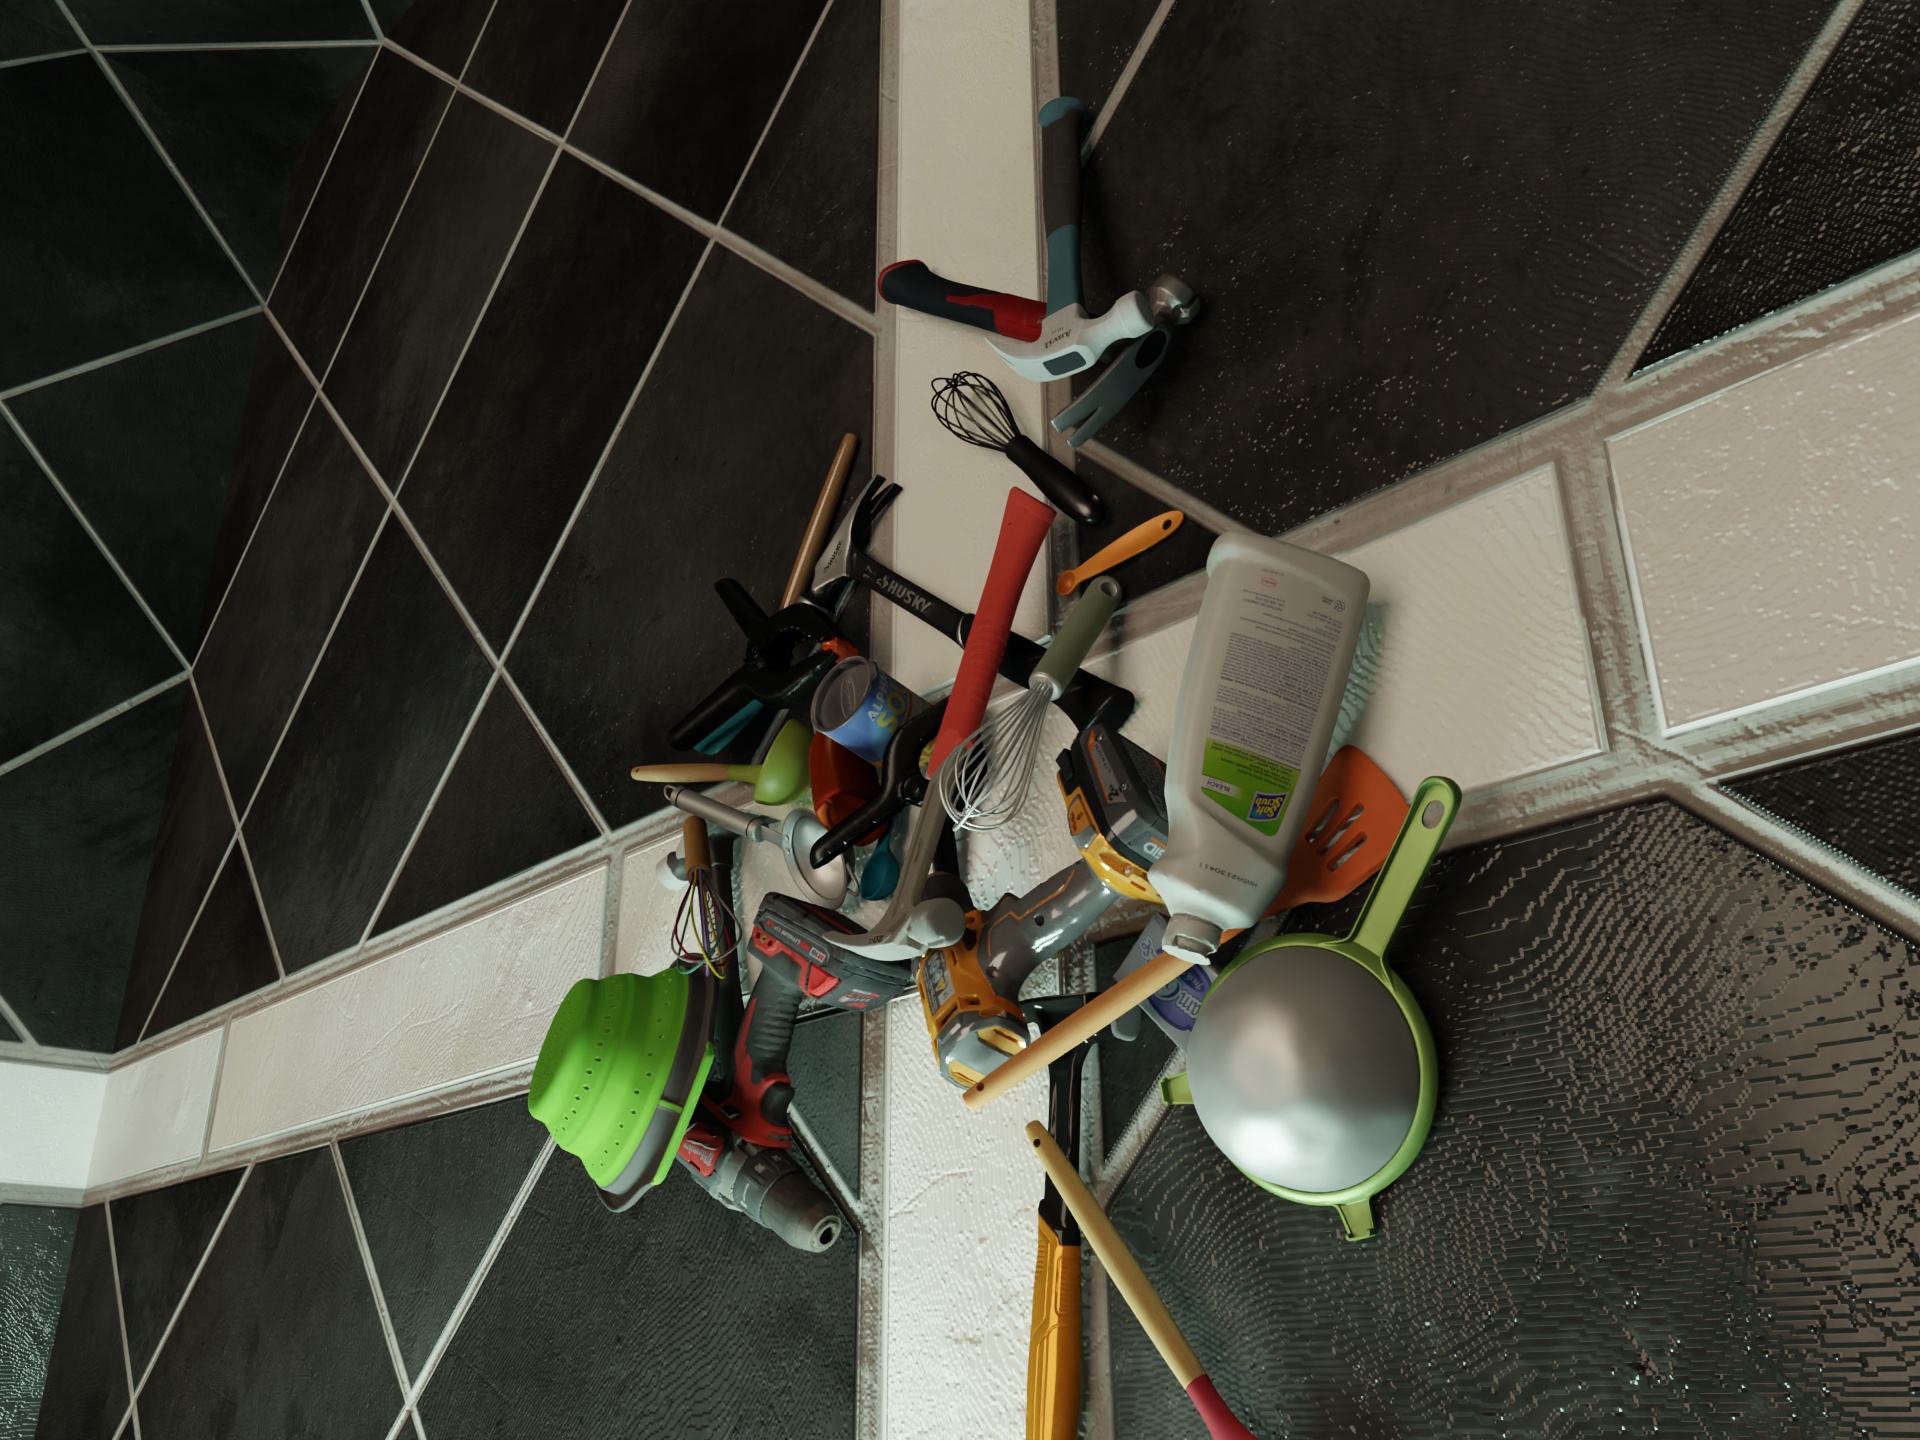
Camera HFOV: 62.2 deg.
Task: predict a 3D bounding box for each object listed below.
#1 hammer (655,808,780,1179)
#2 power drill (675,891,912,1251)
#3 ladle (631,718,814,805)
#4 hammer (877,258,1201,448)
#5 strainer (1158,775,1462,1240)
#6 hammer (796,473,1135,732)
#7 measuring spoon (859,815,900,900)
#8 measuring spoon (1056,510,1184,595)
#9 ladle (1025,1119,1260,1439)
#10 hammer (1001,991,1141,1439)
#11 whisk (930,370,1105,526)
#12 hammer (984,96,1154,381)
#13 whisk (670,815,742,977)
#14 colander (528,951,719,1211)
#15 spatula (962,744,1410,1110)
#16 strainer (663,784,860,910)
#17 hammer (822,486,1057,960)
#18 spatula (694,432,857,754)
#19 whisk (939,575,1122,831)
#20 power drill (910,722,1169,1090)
[{"bbox_3d":[-0.192,0.229,1.333,0.146,0.035,0.335,-38,49,34],"label":"hammer"},{"bbox_3d":[-0.123,0.263,1.187,0.188,0.080,0.227,25,89,43],"label":"power drill"},{"bbox_3d":[-0.227,0.041,1.438,0.320,0.062,0.078,-3,55,51],"label":"ladle"},{"bbox_3d":[0.027,-0.318,1.289,0.143,0.038,0.387,-50,38,-5],"label":"hammer"},{"bbox_3d":[0.199,0.145,0.864,0.152,0.069,0.256,32,105,37],"label":"strainer"},{"bbox_3d":[-0.001,-0.080,1.246,0.409,0.036,0.149,33,99,49],"label":"hammer"},{"bbox_3d":[-0.048,0.083,1.250,0.042,0.021,0.129,-19,51,57],"label":"measuring spoon"},{"bbox_3d":[0.116,-0.120,1.151,0.117,0.011,0.021,-29,54,34],"label":"measuring spoon"},{"bbox_3d":[0.118,0.355,0.906,0.069,0.031,0.316,-49,50,16],"label":"ladle"},{"bbox_3d":[0.055,0.342,1.003,0.127,0.034,0.337,-17,62,43],"label":"hammer"},{"bbox_3d":[0.043,-0.214,1.244,0.055,0.055,0.239,-56,45,16],"label":"whisk"},{"bbox_3d":[0.081,-0.383,1.231,0.128,0.033,0.331,-23,45,28],"label":"hammer"},{"bbox_3d":[-0.210,0.139,1.286,0.051,0.047,0.245,-52,22,11],"label":"whisk"},{"bbox_3d":[-0.298,0.262,1.303,0.204,0.094,0.397,-68,19,-6],"label":"colander"},{"bbox_3d":[0.129,0.138,0.958,0.322,0.041,0.081,-36,47,7],"label":"spatula"},{"bbox_3d":[-0.160,0.091,1.314,0.259,0.050,0.086,18,119,37],"label":"strainer"},{"bbox_3d":[-0.002,-0.004,1.133,0.149,0.036,0.359,-18,50,57],"label":"hammer"},{"bbox_3d":[-0.160,-0.114,1.434,0.082,0.044,0.317,14,84,65],"label":"spatula"},{"bbox_3d":[0.054,-0.017,1.072,0.246,0.058,0.059,-56,2,-36],"label":"whisk"},{"bbox_3d":[0.050,0.110,1.052,0.226,0.084,0.186,-49,28,17],"label":"power drill"}]
